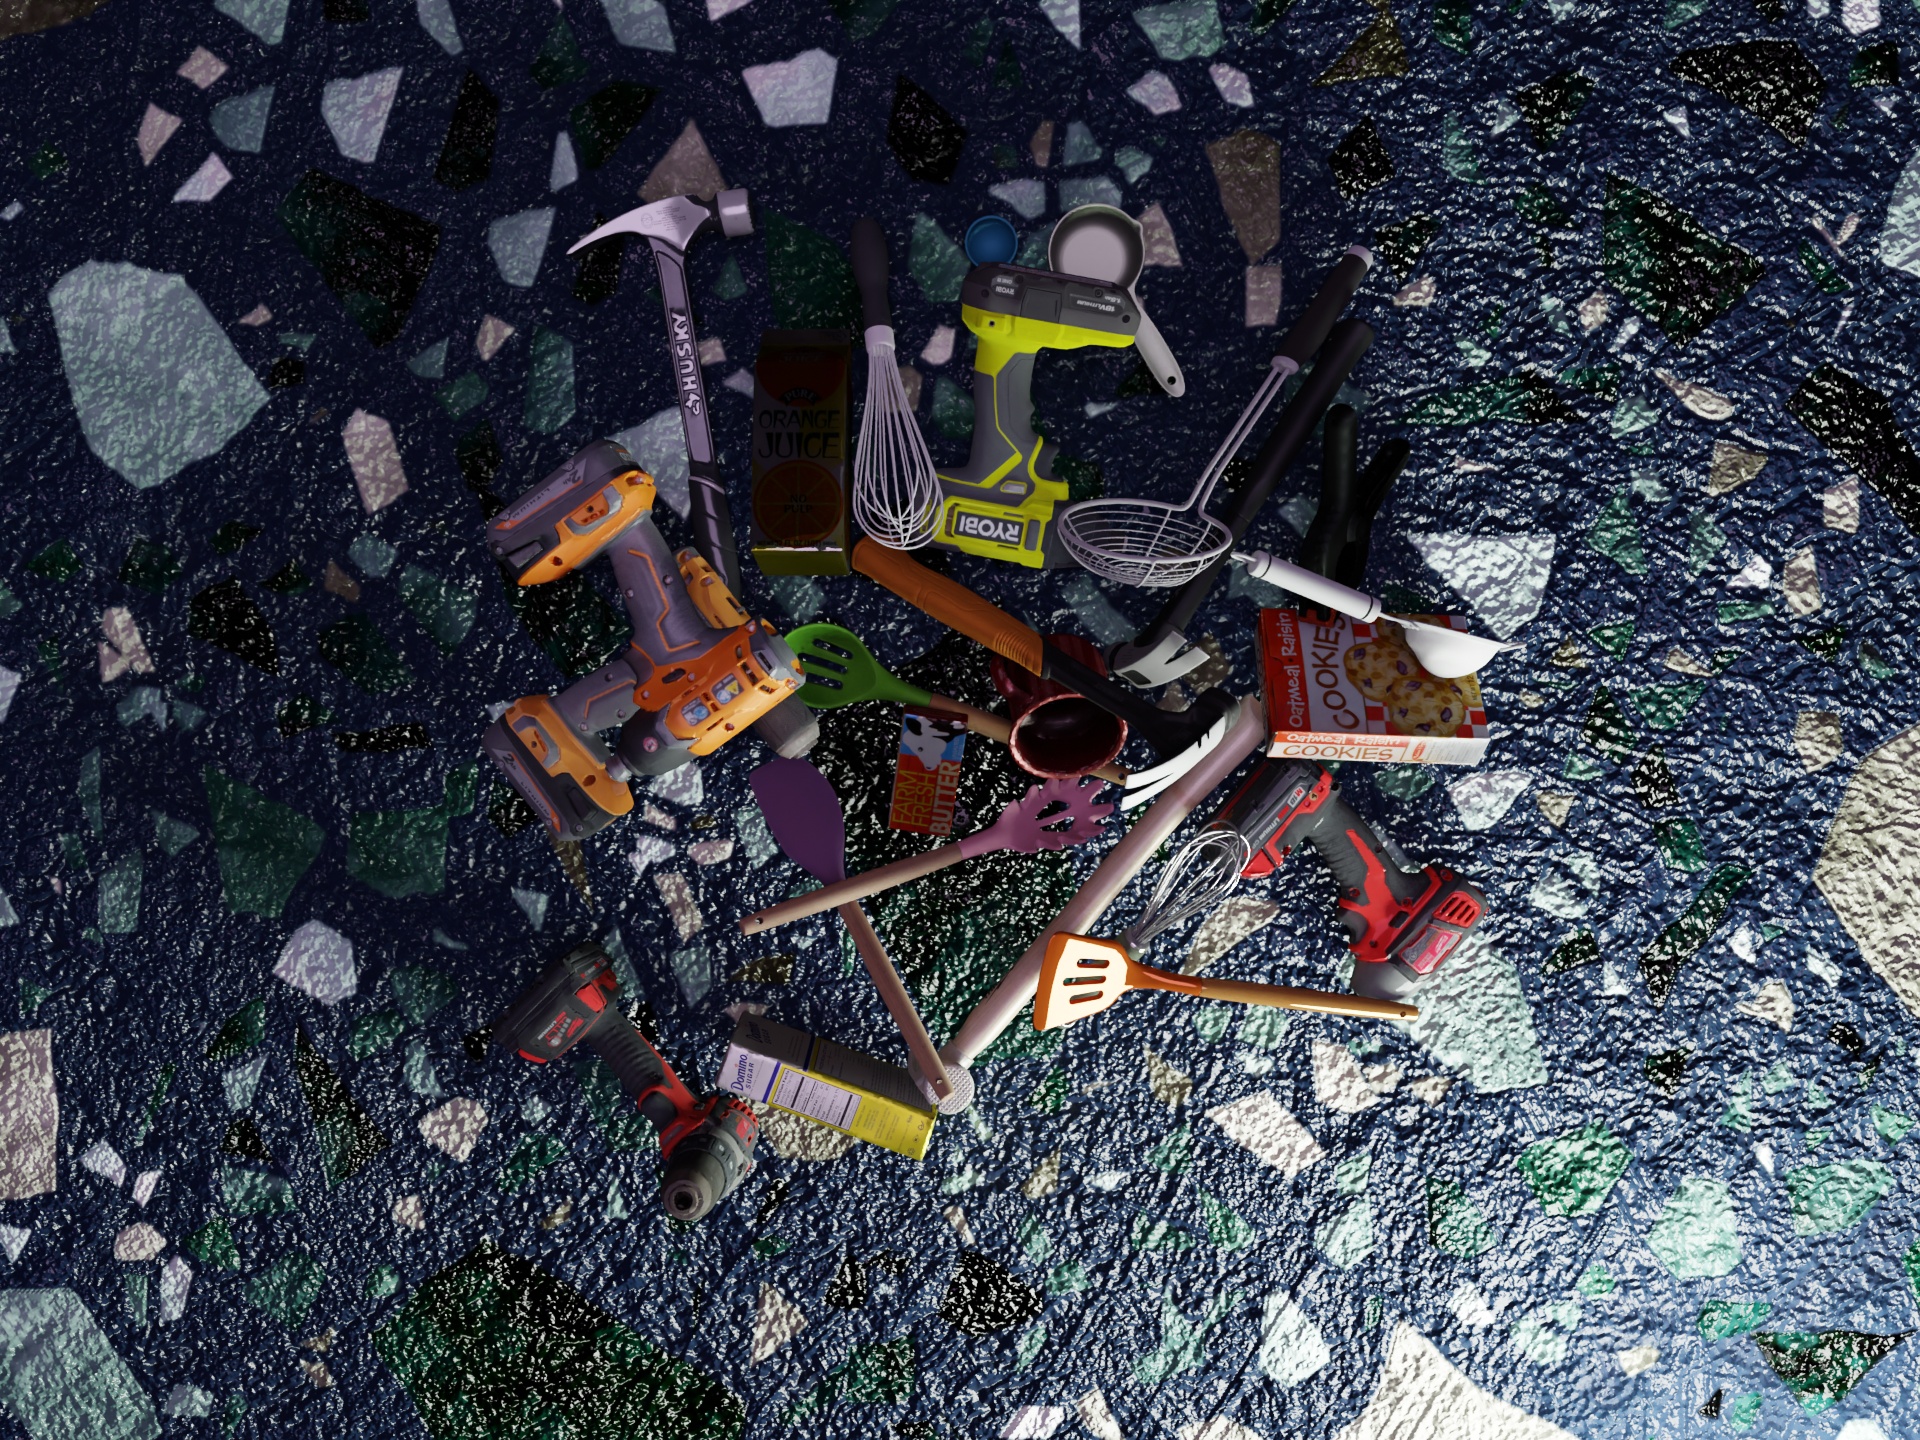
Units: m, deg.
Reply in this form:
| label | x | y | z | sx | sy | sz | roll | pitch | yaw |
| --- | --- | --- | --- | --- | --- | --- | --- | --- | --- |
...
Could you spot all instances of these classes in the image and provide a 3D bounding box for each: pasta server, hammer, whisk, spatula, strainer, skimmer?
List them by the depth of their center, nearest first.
| label | x | y | z | sx | sy | sz | roll | pitch | yaw |
| --- | --- | --- | --- | --- | --- | --- | --- | --- | --- |
| hammer | 0.039 | -0.054 | 1.200 | 0.337 | 0.034 | 0.127 | 33 | 50 | 27 |
| skimmer | 0.209 | -0.242 | 1.203 | 0.127 | 0.090 | 0.363 | 25 | 73 | 36 |
| strainer | 0.314 | -0.080 | 1.204 | 0.258 | 0.087 | 0.050 | 20 | 92 | -16 |
| whisk | -0.058 | -0.263 | 1.225 | 0.070 | 0.070 | 0.285 | -7 | 74 | 0 |
| spatula | -0.080 | 0.154 | 1.239 | 0.060 | 0.018 | 0.316 | -27 | 64 | -6 |
| hammer | 0.227 | -0.172 | 1.244 | 0.035 | 0.146 | 0.335 | 34 | 86 | -11 |
| spatula | 0.212 | 0.215 | 1.245 | 0.322 | 0.041 | 0.081 | 8 | 102 | -11 |
| pasta server | -0.024 | 0.109 | 1.249 | 0.316 | 0.040 | 0.060 | -17 | 78 | -23 |
| whisk | 0.145 | 0.168 | 1.266 | 0.057 | 0.059 | 0.246 | 18 | 125 | -32 |
| hammer | -0.211 | -0.208 | 1.270 | 0.149 | 0.036 | 0.409 | -8 | 96 | 1 |
| hammer | 0.106 | 0.140 | 1.283 | 0.038 | 0.146 | 0.410 | 43 | 84 | -5 |

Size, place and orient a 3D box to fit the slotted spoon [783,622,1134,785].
| label | x | y | z | sx | sy | sz | roll | pitch | yaw |
| --- | --- | --- | --- | --- | --- | --- | --- | --- | --- |
| slotted spoon | -0.002 | -0.004 | 1.296 | 0.313 | 0.031 | 0.070 | 20 | 99 | -5 |

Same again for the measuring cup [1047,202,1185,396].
| label | x | y | z | sx | sy | sz | roll | pitch | yaw |
| --- | --- | --- | --- | --- | --- | --- | --- | --- | --- |
| measuring cup | 0.130 | -0.329 | 1.264 | 0.083 | 0.038 | 0.167 | -32 | 97 | 2 |

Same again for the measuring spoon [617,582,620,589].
| label | x | y | z | sx | sy | sz | roll | pitch | yaw |
| --- | --- | --- | --- | --- | --- | --- | --- | --- | --- |
| measuring spoon | -0.279 | -0.159 | 1.284 | 0.021 | 0.011 | 0.117 | -12 | 95 | 0 |

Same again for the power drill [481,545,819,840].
| label | x | y | z | sx | sy | sz | roll | pitch | yaw |
| --- | --- | --- | --- | --- | --- | --- | --- | --- | --- |
| power drill | -0.237 | 0.001 | 1.249 | 0.226 | 0.084 | 0.185 | -39 | 91 | 10 |

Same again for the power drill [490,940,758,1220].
| label | x | y | z | sx | sy | sz | roll | pitch | yaw |
| --- | --- | --- | --- | --- | --- | --- | --- | --- | --- |
| power drill | -0.255 | 0.287 | 1.241 | 0.080 | 0.188 | 0.226 | -45 | 90 | 2 |

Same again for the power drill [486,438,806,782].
| label | x | y | z | sx | sy | sz | roll | pitch | yaw |
| --- | --- | --- | --- | --- | --- | --- | --- | --- | --- |
| power drill | -0.243 | -0.072 | 1.168 | 0.164 | 0.084 | 0.226 | -36 | 94 | 6 |

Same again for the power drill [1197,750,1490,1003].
| label | x | y | z | sx | sy | sz | roll | pitch | yaw |
| --- | --- | --- | --- | --- | --- | --- | --- | --- | --- |
| power drill | 0.306 | 0.134 | 1.292 | 0.219 | 0.078 | 0.143 | 39 | 94 | -7 |

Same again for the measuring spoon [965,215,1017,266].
| label | x | y | z | sx | sy | sz | roll | pitch | yaw |
| --- | --- | --- | --- | --- | --- | --- | --- | --- | --- |
| measuring spoon | 0.031 | -0.338 | 1.274 | 0.042 | 0.021 | 0.128 | -10 | 104 | -1 |

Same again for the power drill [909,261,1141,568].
| label | x | y | z | sx | sy | sz | roll | pitch | yaw |
| --- | --- | --- | --- | --- | --- | --- | --- | --- | --- |
| power drill | 0.062 | -0.232 | 1.237 | 0.171 | 0.080 | 0.223 | 10 | 110 | -1 |
